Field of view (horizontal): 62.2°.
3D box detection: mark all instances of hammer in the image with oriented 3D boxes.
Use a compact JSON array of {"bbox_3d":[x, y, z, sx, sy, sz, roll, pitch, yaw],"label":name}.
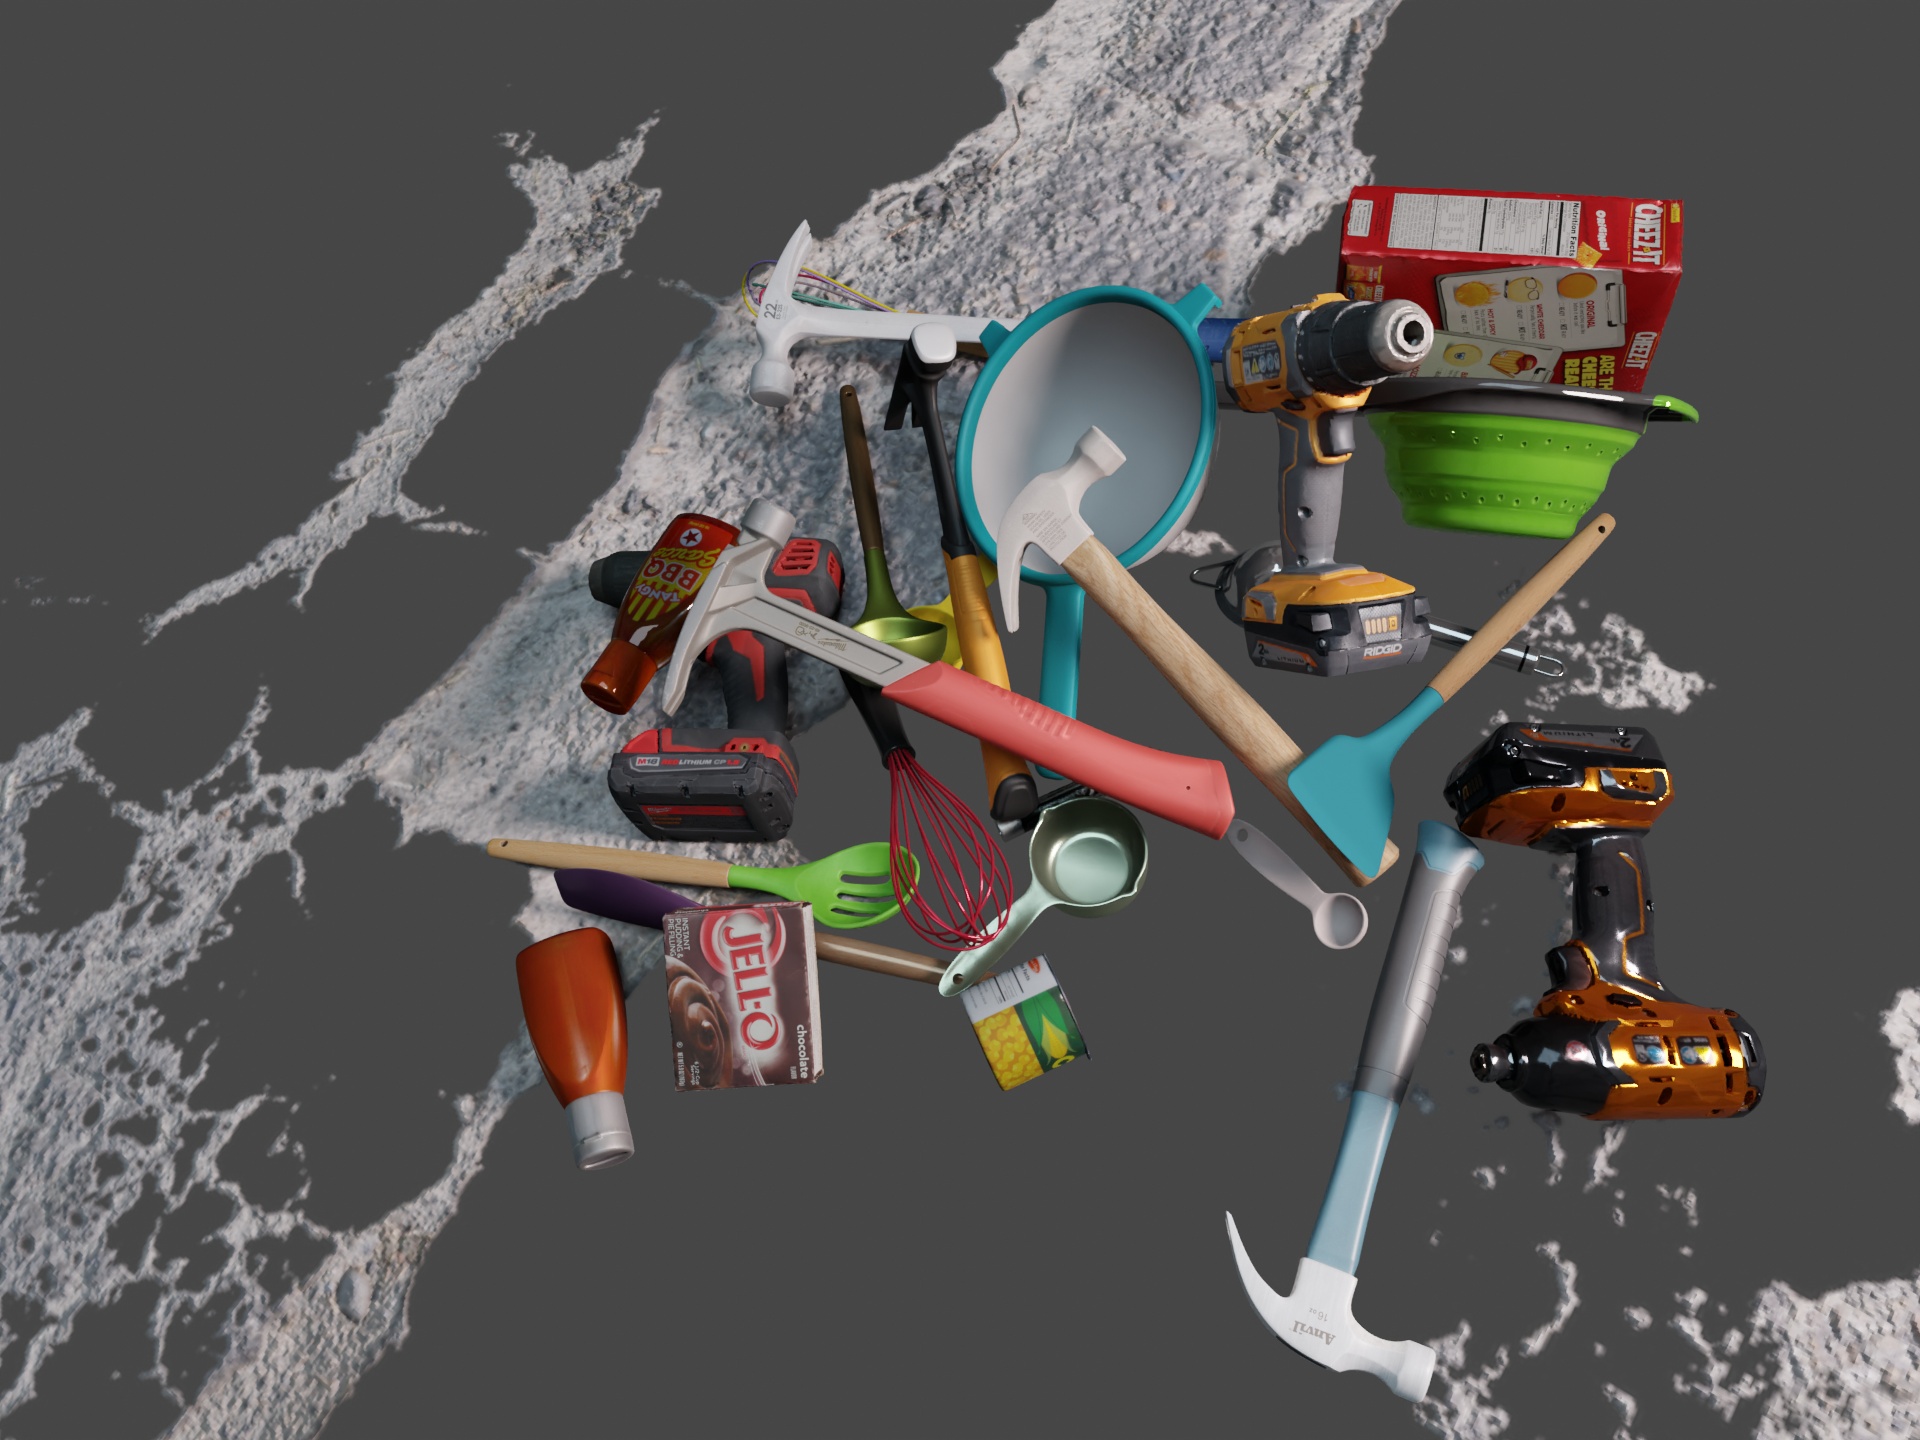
[{"bbox_3d":[0.001,-0.093,1.081,0.034,0.127,0.337,-8,73,-13],"label":"hammer"},{"bbox_3d":[0.250,0.211,0.936,0.128,0.033,0.331,16,66,16],"label":"hammer"},{"bbox_3d":[-0.002,-0.003,0.993,0.359,0.036,0.149,24,83,4],"label":"hammer"},{"bbox_3d":[0.150,-0.024,1.012,0.130,0.031,0.331,-44,85,14],"label":"hammer"},{"bbox_3d":[0.046,-0.301,1.209,0.405,0.035,0.144,4,77,5],"label":"hammer"}]

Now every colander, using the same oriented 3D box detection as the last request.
[{"bbox_3d":[0.286,-0.182,1.099,0.397,0.204,0.094,10,99,32],"label":"colander"}]

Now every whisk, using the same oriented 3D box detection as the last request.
[{"bbox_3d":[-0.034,0.038,1.042,0.073,0.073,0.296,-23,47,-2],"label":"whisk"},{"bbox_3d":[-0.063,-0.318,1.266,0.245,0.051,0.047,17,88,13],"label":"whisk"}]

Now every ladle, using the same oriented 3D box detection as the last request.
[{"bbox_3d":[-0.065,-0.146,1.138,0.078,0.062,0.321,-7,50,-5],"label":"ladle"}]

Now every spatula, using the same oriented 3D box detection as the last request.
[{"bbox_3d":[-0.117,0.139,1.031,0.316,0.059,0.018,11,50,10],"label":"spatula"},{"bbox_3d":[0.325,-0.033,1.014,0.317,0.044,0.082,-43,94,-16],"label":"spatula"}]

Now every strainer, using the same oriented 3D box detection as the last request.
[{"bbox_3d":[0.099,-0.125,1.109,0.211,0.095,0.340,1,83,38],"label":"strainer"},{"bbox_3d":[0.280,-0.076,1.077,0.258,0.050,0.087,19,58,15],"label":"strainer"}]

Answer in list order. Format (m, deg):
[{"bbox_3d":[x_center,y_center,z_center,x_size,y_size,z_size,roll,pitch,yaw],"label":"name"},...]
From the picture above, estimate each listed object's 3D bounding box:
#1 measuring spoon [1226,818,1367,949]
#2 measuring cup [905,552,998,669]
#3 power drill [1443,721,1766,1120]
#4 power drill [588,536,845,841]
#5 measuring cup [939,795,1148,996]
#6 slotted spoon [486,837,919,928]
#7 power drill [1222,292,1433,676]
[{"bbox_3d":[0.211,0.100,1.000,0.034,0.018,0.124,-56,47,12],"label":"measuring spoon"},{"bbox_3d":[0.004,-0.084,1.141,0.062,0.029,0.156,30,61,18],"label":"measuring cup"},{"bbox_3d":[0.353,0.117,0.918,0.164,0.084,0.227,2,62,-14],"label":"power drill"},{"bbox_3d":[-0.186,-0.033,1.116,0.188,0.080,0.227,0,60,10],"label":"power drill"},{"bbox_3d":[0.051,0.121,1.015,0.167,0.038,0.083,-43,64,-11],"label":"measuring cup"},{"bbox_3d":[-0.177,0.100,1.071,0.314,0.031,0.070,5,48,15],"label":"slotted spoon"},{"bbox_3d":[0.231,-0.144,0.968,0.084,0.185,0.226,-9,98,-16],"label":"power drill"}]
